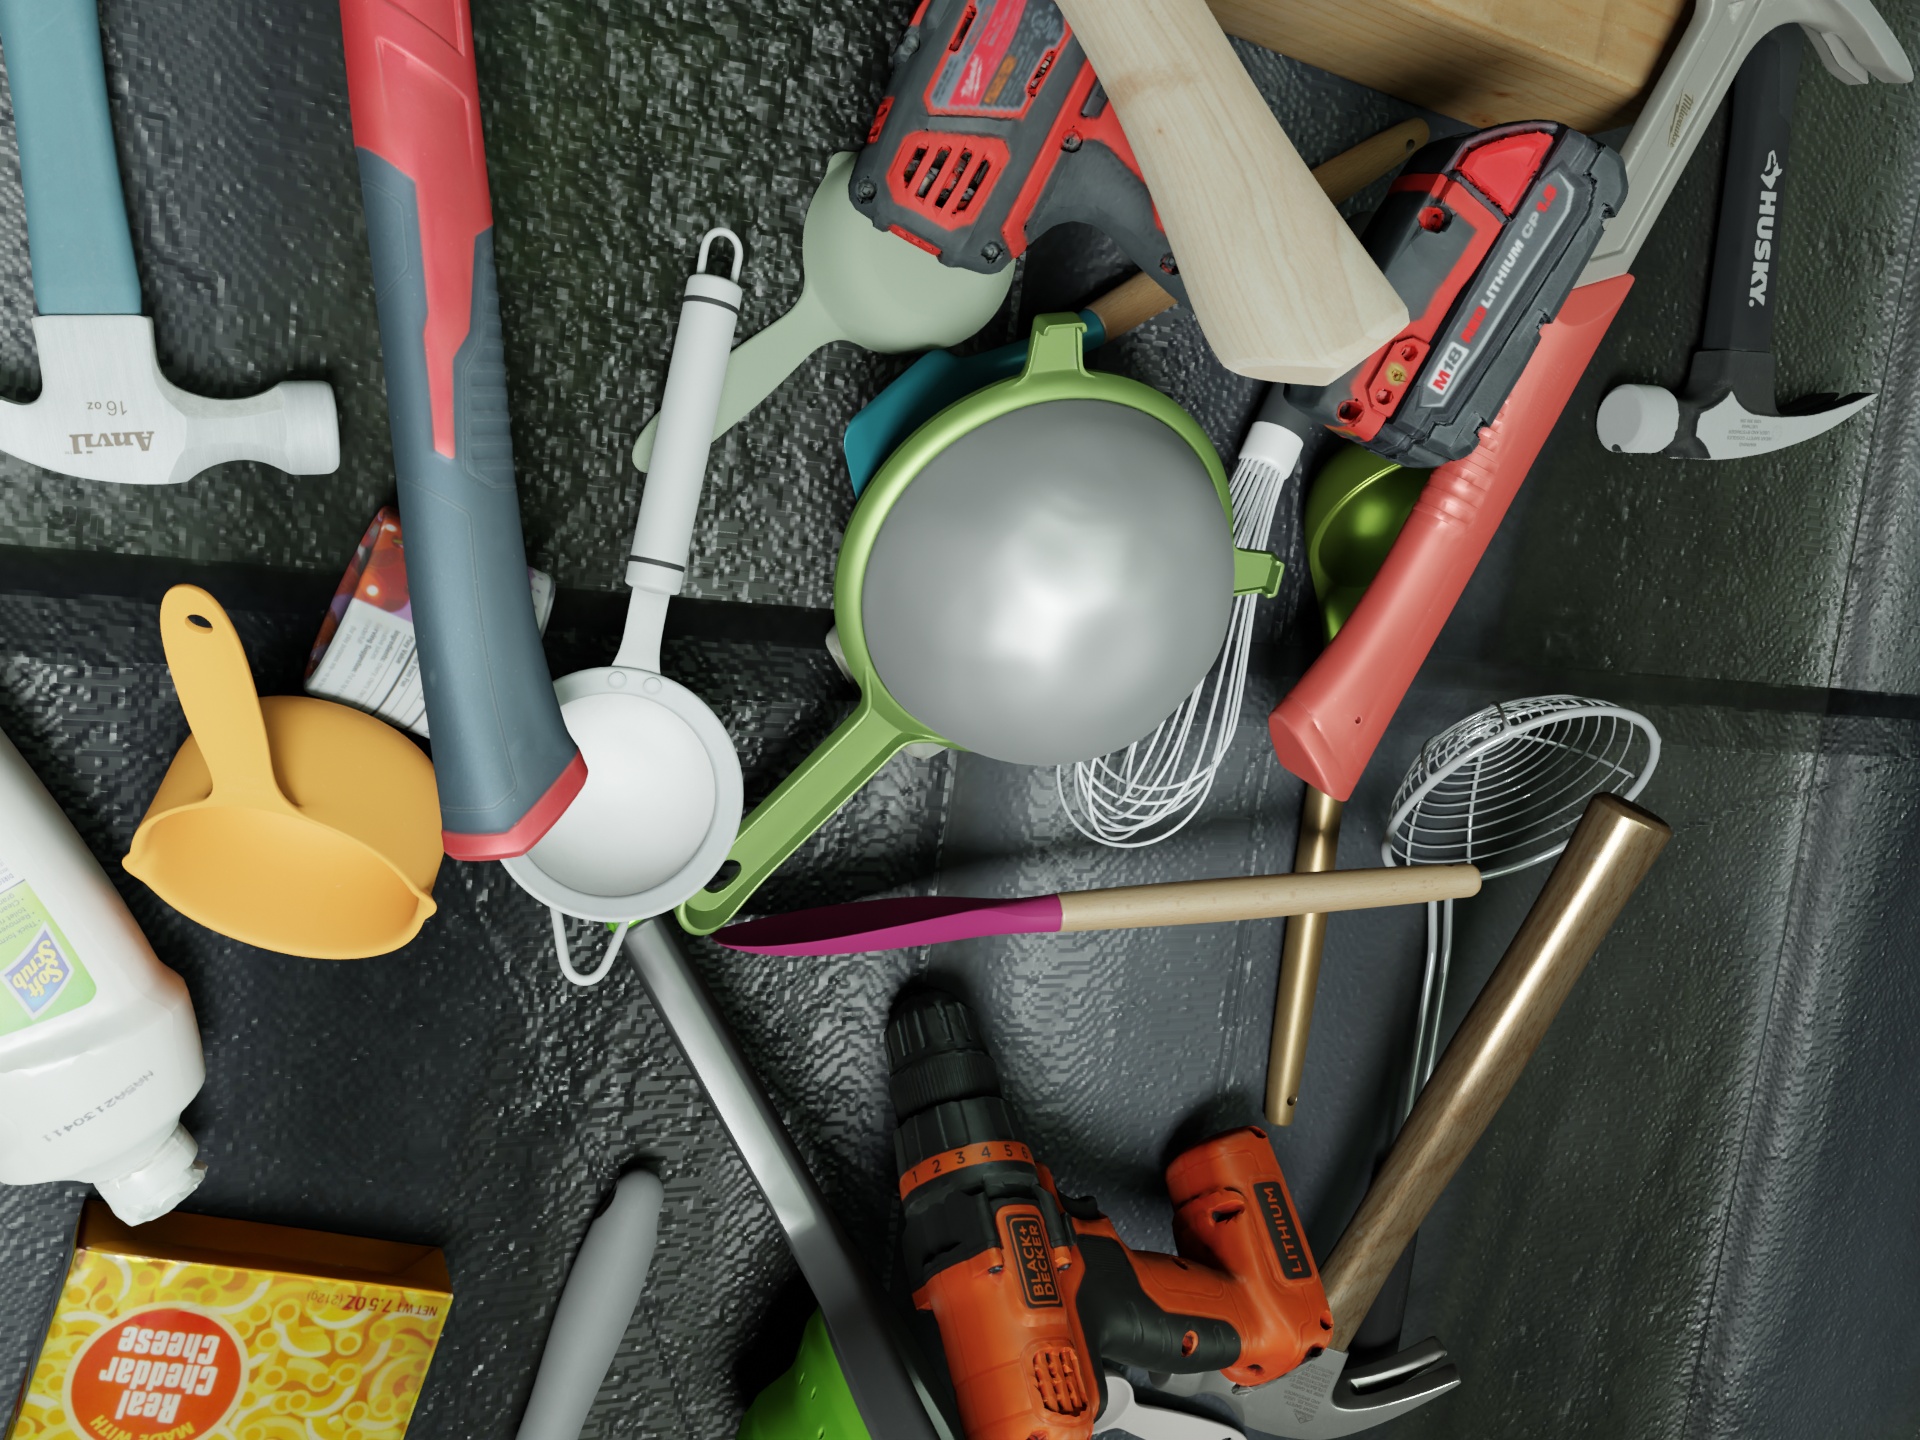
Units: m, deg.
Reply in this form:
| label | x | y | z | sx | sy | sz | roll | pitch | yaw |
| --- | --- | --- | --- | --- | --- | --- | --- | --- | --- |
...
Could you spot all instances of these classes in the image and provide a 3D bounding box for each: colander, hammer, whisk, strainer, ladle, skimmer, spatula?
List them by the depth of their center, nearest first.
| label | x | y | z | sx | sy | sz | roll | pitch | yaw |
| --- | --- | --- | --- | --- | --- | --- | --- | --- | --- |
| hammer | -0.165 | -0.149 | 0.445 | 0.143 | 0.038 | 0.386 | -9 | 100 | -33 |
| hammer | -0.265 | -0.234 | 0.456 | 0.128 | 0.033 | 0.331 | -8 | 103 | -24 |
| hammer | 0.010 | -0.281 | 0.459 | 0.146 | 0.038 | 0.410 | -34 | 88 | 7 |
| strainer | -0.105 | -0.041 | 0.543 | 0.086 | 0.050 | 0.258 | 12 | 90 | -20 |
| strainer | -0.001 | -0.002 | 0.546 | 0.256 | 0.069 | 0.151 | -43 | 128 | 7 |
| colander | -0.070 | 0.232 | 0.574 | 0.094 | 0.204 | 0.397 | -29 | 92 | -9 |
| whisk | -0.161 | 0.283 | 0.599 | 0.055 | 0.055 | 0.239 | 22 | 86 | -26 |
| spatula | 0.078 | -0.158 | 0.610 | 0.317 | 0.044 | 0.082 | -35 | 135 | -20 |
| hammer | 0.228 | -0.130 | 0.617 | 0.149 | 0.037 | 0.359 | 22 | 99 | -28 |
| whisk | 0.112 | -0.081 | 0.648 | 0.070 | 0.070 | 0.284 | 27 | 84 | -26 |
| ladle | 0.167 | 0.032 | 0.692 | 0.078 | 0.062 | 0.320 | -2 | 104 | -31 |
| hammer | 0.212 | 0.181 | 0.696 | 0.130 | 0.031 | 0.331 | 22 | 106 | -12 |
| skimmer | 0.231 | 0.163 | 0.725 | 0.127 | 0.090 | 0.363 | 3 | 99 | -26 |
| hammer | 0.374 | -0.289 | 0.730 | 0.146 | 0.035 | 0.334 | -3 | 101 | -23 |

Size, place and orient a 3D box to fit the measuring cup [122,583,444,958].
| label | x | y | z | sx | sy | sz | roll | pitch | yaw |
| --- | --- | --- | --- | --- | --- | --- | --- | --- | --- |
| measuring cup | -0.202 | 0.005 | 0.474 | 0.095 | 0.052 | 0.173 | 8 | 139 | -3 |

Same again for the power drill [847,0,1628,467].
| label | x | y | z | sx | sy | sz | roll | pitch | yaw |
| --- | --- | --- | --- | --- | --- | --- | --- | --- | --- |
| power drill | 0.097 | -0.204 | 0.520 | 0.226 | 0.080 | 0.188 | 26 | 104 | -9 |

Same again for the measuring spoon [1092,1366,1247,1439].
| label | x | y | z | sx | sy | sz | roll | pitch | yaw |
| --- | --- | --- | --- | --- | --- | --- | --- | --- | --- |
| measuring spoon | 0.091 | 0.323 | 0.740 | 0.124 | 0.018 | 0.034 | 32 | 100 | -33 |

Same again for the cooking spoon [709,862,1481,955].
| label | x | y | z | sx | sy | sz | roll | pitch | yaw |
| --- | --- | --- | --- | --- | --- | --- | --- | --- | --- |
| cooking spoon | 0.062 | 0.074 | 0.625 | 0.318 | 0.069 | 0.017 | -3 | 92 | -15 |

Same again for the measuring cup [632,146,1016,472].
| label | x | y | z | sx | sy | sz | roll | pitch | yaw |
| --- | --- | --- | --- | --- | --- | --- | --- | --- | --- |
| measuring cup | -0.048 | -0.142 | 0.567 | 0.167 | 0.038 | 0.083 | -43 | 114 | -13 |
